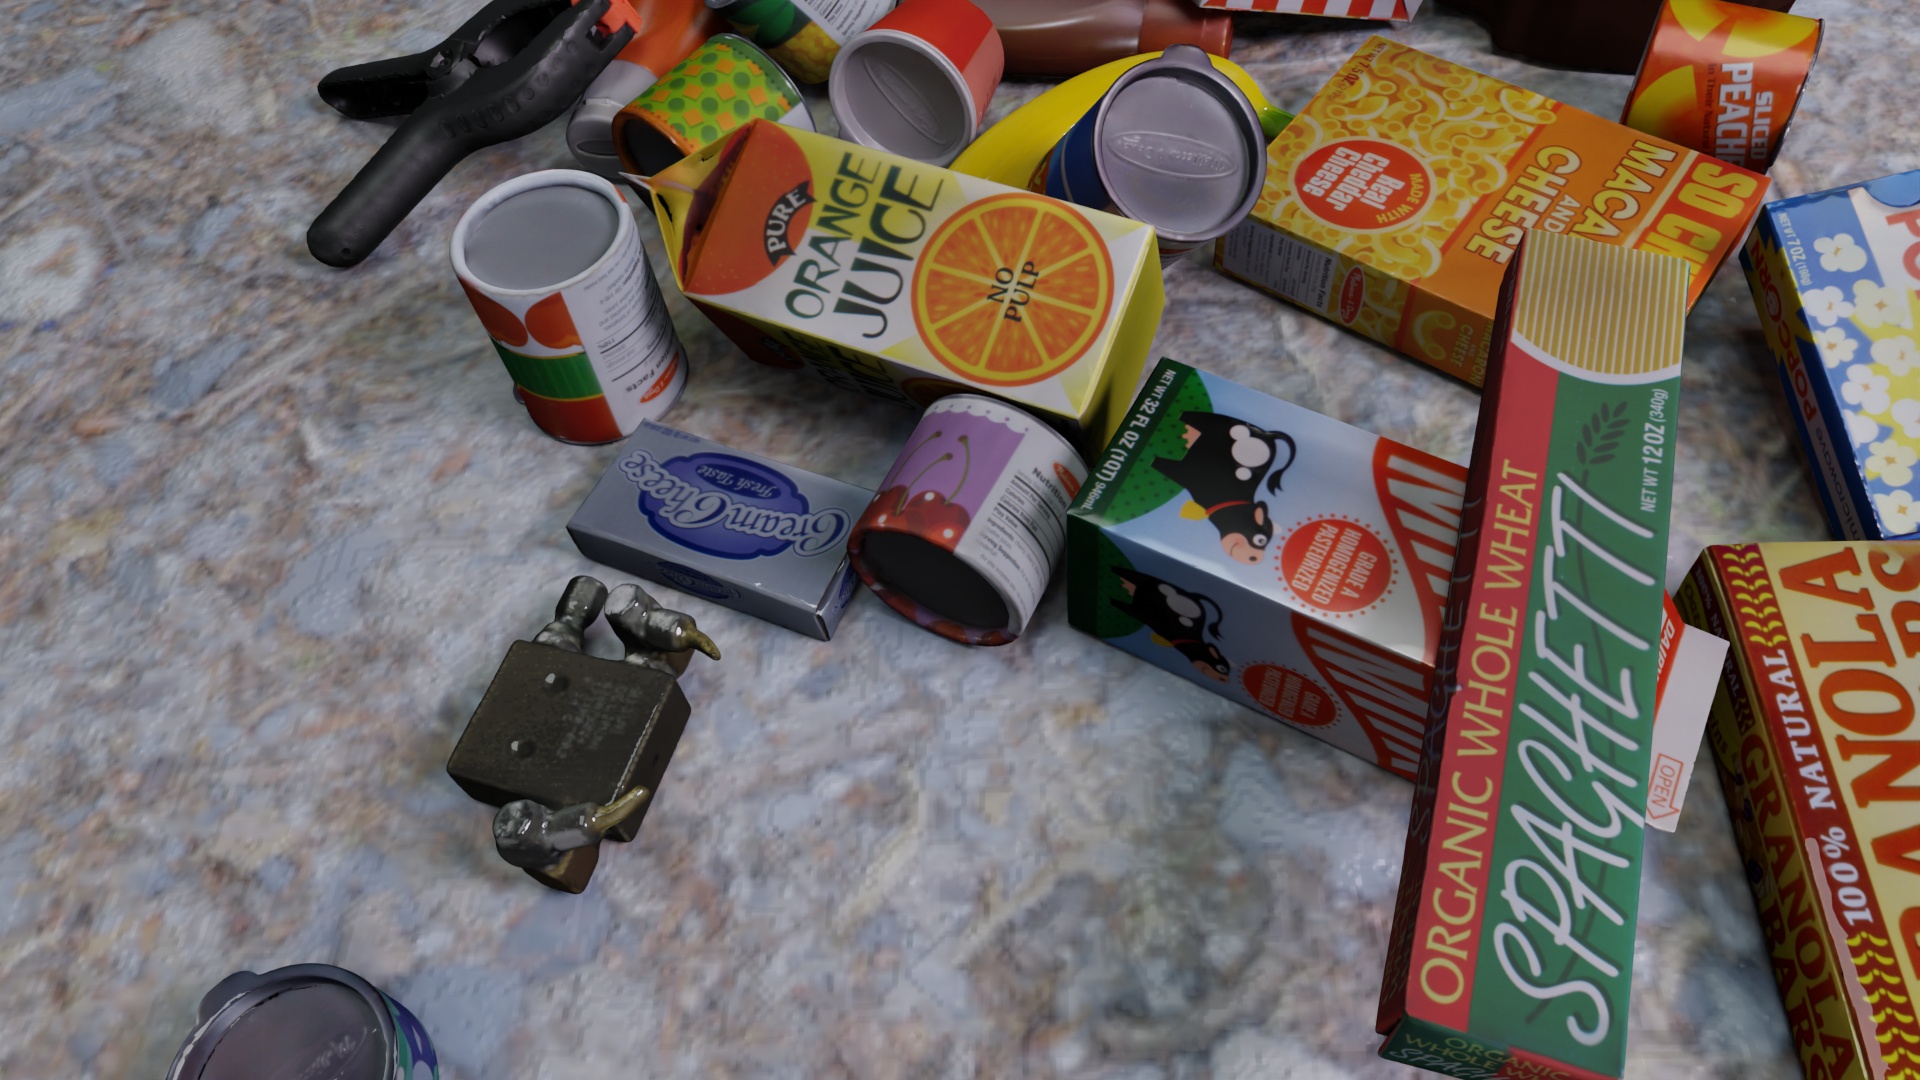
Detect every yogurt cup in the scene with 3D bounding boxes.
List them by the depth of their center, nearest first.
[{"bbox_3d":[-0.016,-0.200,0.601,0.072,0.072,0.054,17,52,16],"label":"yogurt cup"}]

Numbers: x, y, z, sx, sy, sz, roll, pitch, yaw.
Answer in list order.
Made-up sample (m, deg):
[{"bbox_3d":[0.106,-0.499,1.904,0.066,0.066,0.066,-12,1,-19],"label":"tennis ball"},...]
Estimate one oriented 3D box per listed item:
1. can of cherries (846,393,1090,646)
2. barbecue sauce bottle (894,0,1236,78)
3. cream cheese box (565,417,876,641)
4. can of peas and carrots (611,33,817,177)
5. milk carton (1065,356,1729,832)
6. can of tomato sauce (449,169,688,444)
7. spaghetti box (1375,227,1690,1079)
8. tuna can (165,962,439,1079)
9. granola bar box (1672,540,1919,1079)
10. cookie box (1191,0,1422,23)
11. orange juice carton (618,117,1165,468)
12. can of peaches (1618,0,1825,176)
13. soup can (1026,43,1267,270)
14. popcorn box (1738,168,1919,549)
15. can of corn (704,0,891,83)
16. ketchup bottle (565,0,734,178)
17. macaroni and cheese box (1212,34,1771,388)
[{"bbox_3d":[0.002,-0.006,0.469,0.071,0.071,0.058,20,62,18],"label":"can of cherries"},{"bbox_3d":[0.048,-0.238,0.631,0.148,0.043,0.065,11,59,12],"label":"barbecue sauce bottle"},{"bbox_3d":[-0.083,-0.006,0.499,0.104,0.024,0.053,18,60,16],"label":"cream cheese box"},{"bbox_3d":[-0.105,-0.170,0.586,0.071,0.070,0.059,32,66,23],"label":"can of peas and carrots"},{"bbox_3d":[0.133,0.020,0.433,0.191,0.073,0.072,23,62,19],"label":"milk carton"},{"bbox_3d":[-0.147,-0.087,0.525,0.071,0.082,0.071,-3,56,4],"label":"can of tomato sauce"},{"bbox_3d":[0.158,0.018,0.371,0.050,0.028,0.251,14,60,11],"label":"spaghetti box"},{"bbox_3d":[-0.188,0.156,0.396,0.071,0.032,0.071,-2,56,4],"label":"tuna can"},{"bbox_3d":[0.294,0.078,0.401,0.124,0.039,0.166,-1,56,5],"label":"granola bar box"},{"bbox_3d":[0.125,-0.301,0.643,0.123,0.040,0.168,-8,51,-27],"label":"cookie box"},{"bbox_3d":[-0.029,-0.095,0.509,0.193,0.071,0.073,19,83,14],"label":"orange juice carton"},{"bbox_3d":[0.300,-0.179,0.555,0.058,0.071,0.071,20,61,18],"label":"can of peaches"},{"bbox_3d":[0.067,-0.137,0.524,0.071,0.083,0.071,1,87,-15],"label":"soup can"},{"bbox_3d":[0.328,-0.060,0.465,0.085,0.038,0.127,-11,71,12],"label":"popcorn box"},{"bbox_3d":[-0.074,-0.250,0.628,0.071,0.058,0.071,-25,50,34],"label":"can of corn"},{"bbox_3d":[-0.142,-0.233,0.645,0.065,0.043,0.149,5,57,12],"label":"ketchup bottle"},{"bbox_3d":[0.204,-0.124,0.543,0.167,0.040,0.124,31,64,23],"label":"macaroni and cheese box"}]
